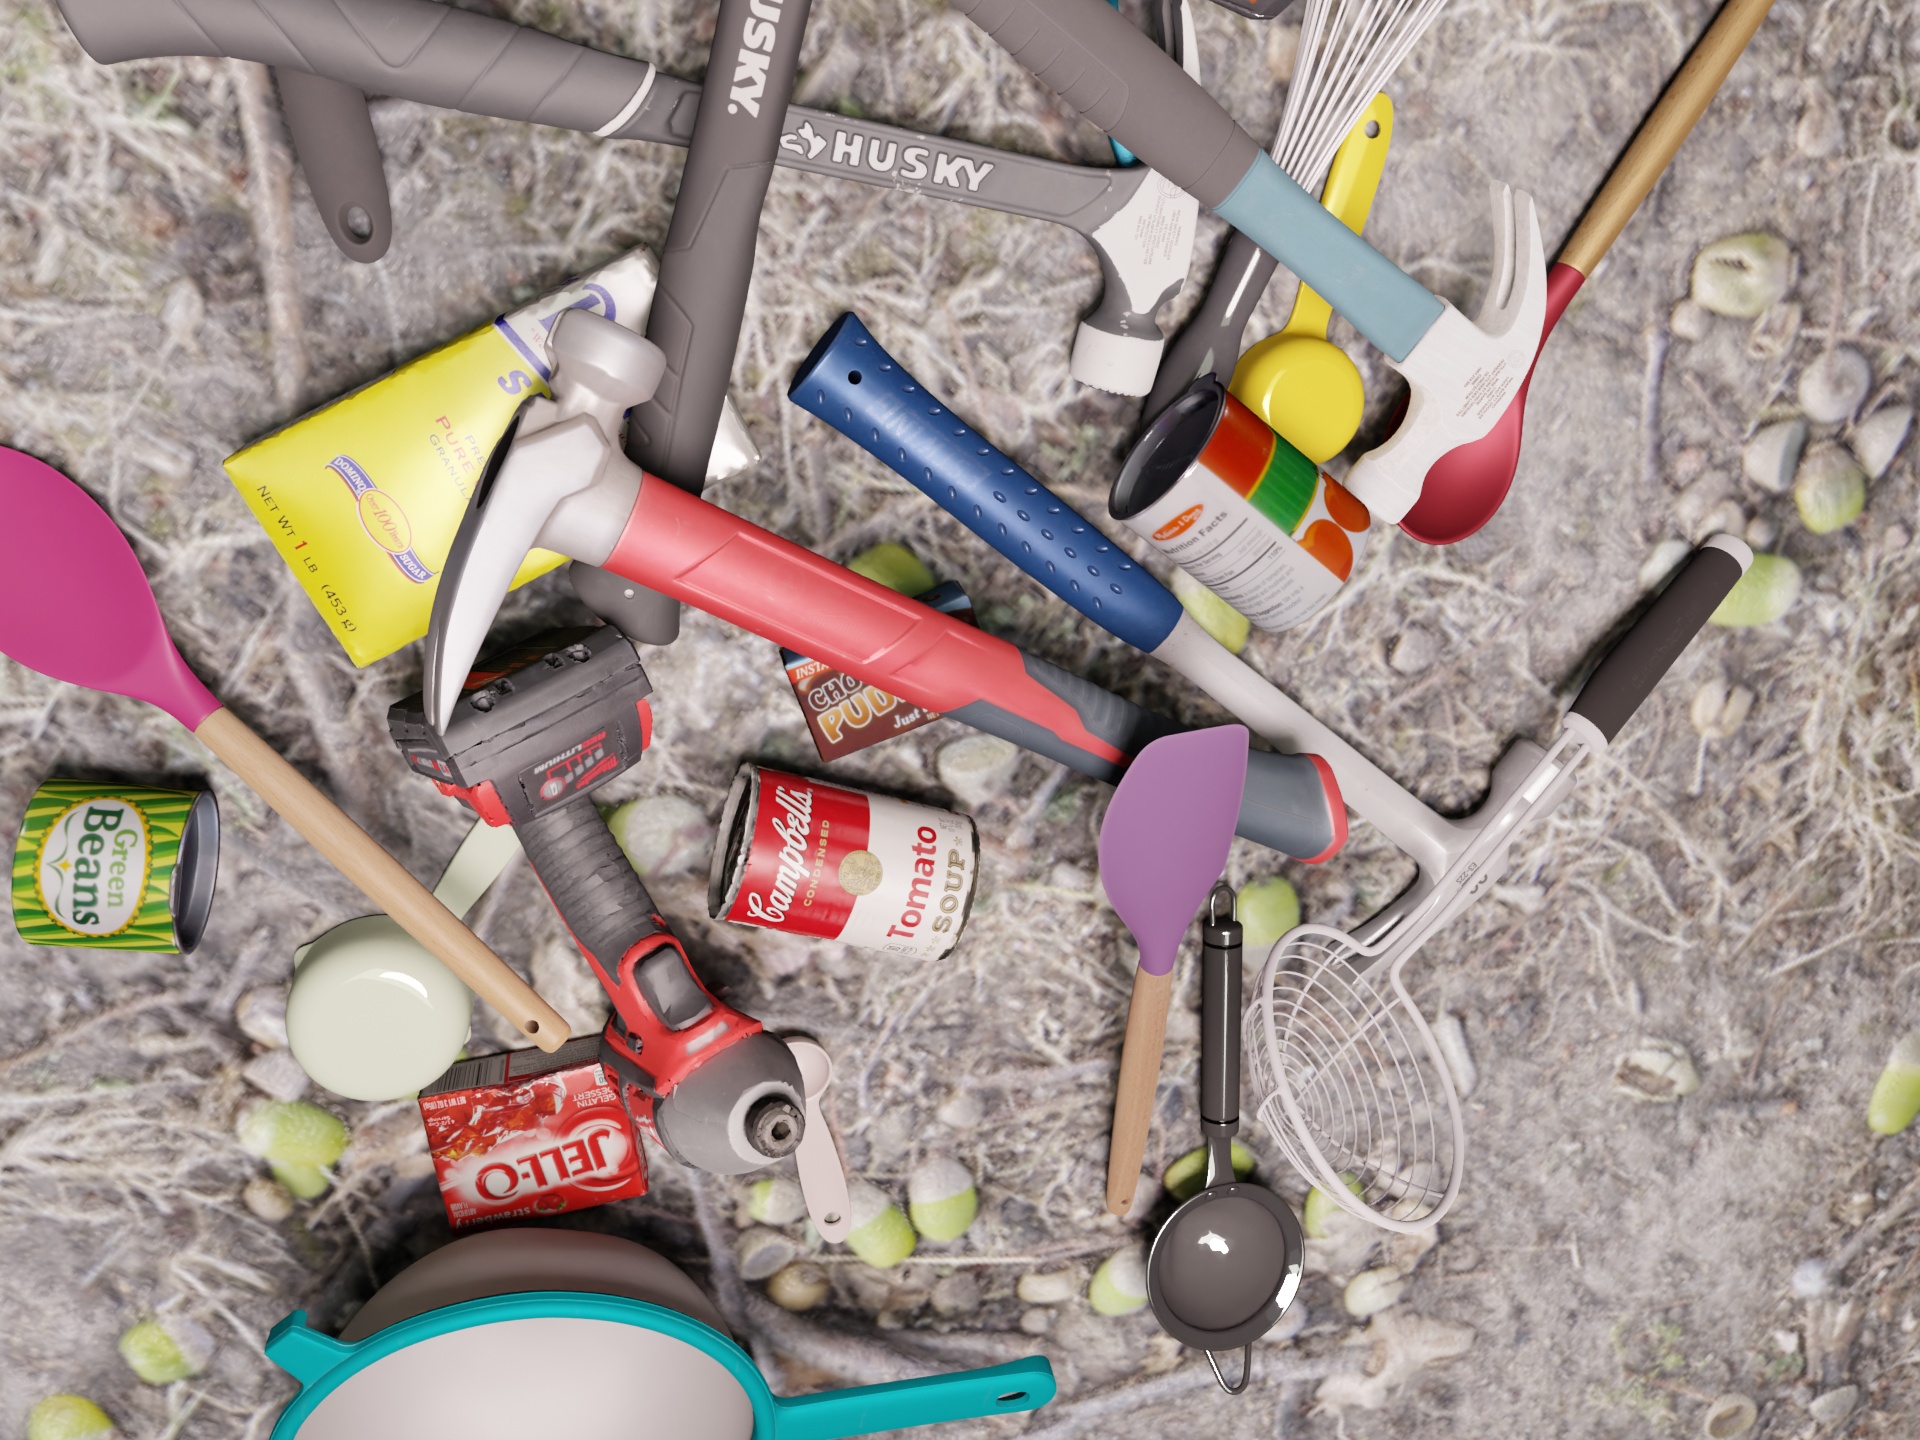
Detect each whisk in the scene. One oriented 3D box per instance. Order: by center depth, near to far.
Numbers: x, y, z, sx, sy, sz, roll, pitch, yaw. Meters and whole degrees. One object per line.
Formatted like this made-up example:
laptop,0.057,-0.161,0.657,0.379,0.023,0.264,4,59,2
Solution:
whisk,-0.239,-0.277,0.542,0.055,0.055,0.238,-13,115,-7
whisk,0.138,-0.232,0.633,0.070,0.070,0.284,19,109,-17

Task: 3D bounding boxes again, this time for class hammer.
hammer,-0.075,-0.176,0.538,0.146,0.035,0.334,13,117,-11
hammer,-0.098,-0.222,0.568,0.408,0.036,0.149,6,113,-19
hammer,0.090,-0.207,0.586,0.330,0.033,0.128,31,109,-24
hammer,-0.001,-0.002,0.602,0.386,0.038,0.143,23,91,-30
hammer,0.094,-0.029,0.698,0.405,0.035,0.144,36,98,-20

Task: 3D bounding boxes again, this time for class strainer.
strainer,-0.130,0.292,0.725,0.340,0.095,0.210,-2,122,-14
strainer,0.128,0.203,0.781,0.087,0.050,0.258,-5,103,-16

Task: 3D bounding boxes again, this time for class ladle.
ladle,0.276,-0.215,0.679,0.069,0.031,0.315,30,98,-22

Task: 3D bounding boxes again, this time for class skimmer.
skimmer,0.250,0.050,0.678,0.127,0.090,0.363,46,77,-13

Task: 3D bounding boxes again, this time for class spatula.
spatula,0.081,0.124,0.696,0.059,0.018,0.315,-10,132,-13

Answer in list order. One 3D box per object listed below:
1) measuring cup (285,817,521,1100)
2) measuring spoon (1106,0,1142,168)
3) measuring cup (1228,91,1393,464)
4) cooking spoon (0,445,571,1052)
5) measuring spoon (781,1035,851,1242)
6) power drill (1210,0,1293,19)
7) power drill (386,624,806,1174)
measuring cup,-0.220,0.089,0.670,0.083,0.038,0.167,34,97,-20
measuring spoon,0.062,-0.259,0.621,0.042,0.021,0.128,-23,111,-4
measuring cup,0.155,-0.181,0.662,0.062,0.029,0.156,10,107,-15
cooking spoon,-0.271,0.018,0.615,0.069,0.017,0.319,-44,97,5
measuring spoon,-0.070,0.198,0.754,0.034,0.018,0.124,-13,117,-7
power drill,0.045,-0.365,0.544,0.226,0.084,0.164,23,78,-15
power drill,-0.131,0.077,0.621,0.078,0.143,0.219,-30,106,-24
